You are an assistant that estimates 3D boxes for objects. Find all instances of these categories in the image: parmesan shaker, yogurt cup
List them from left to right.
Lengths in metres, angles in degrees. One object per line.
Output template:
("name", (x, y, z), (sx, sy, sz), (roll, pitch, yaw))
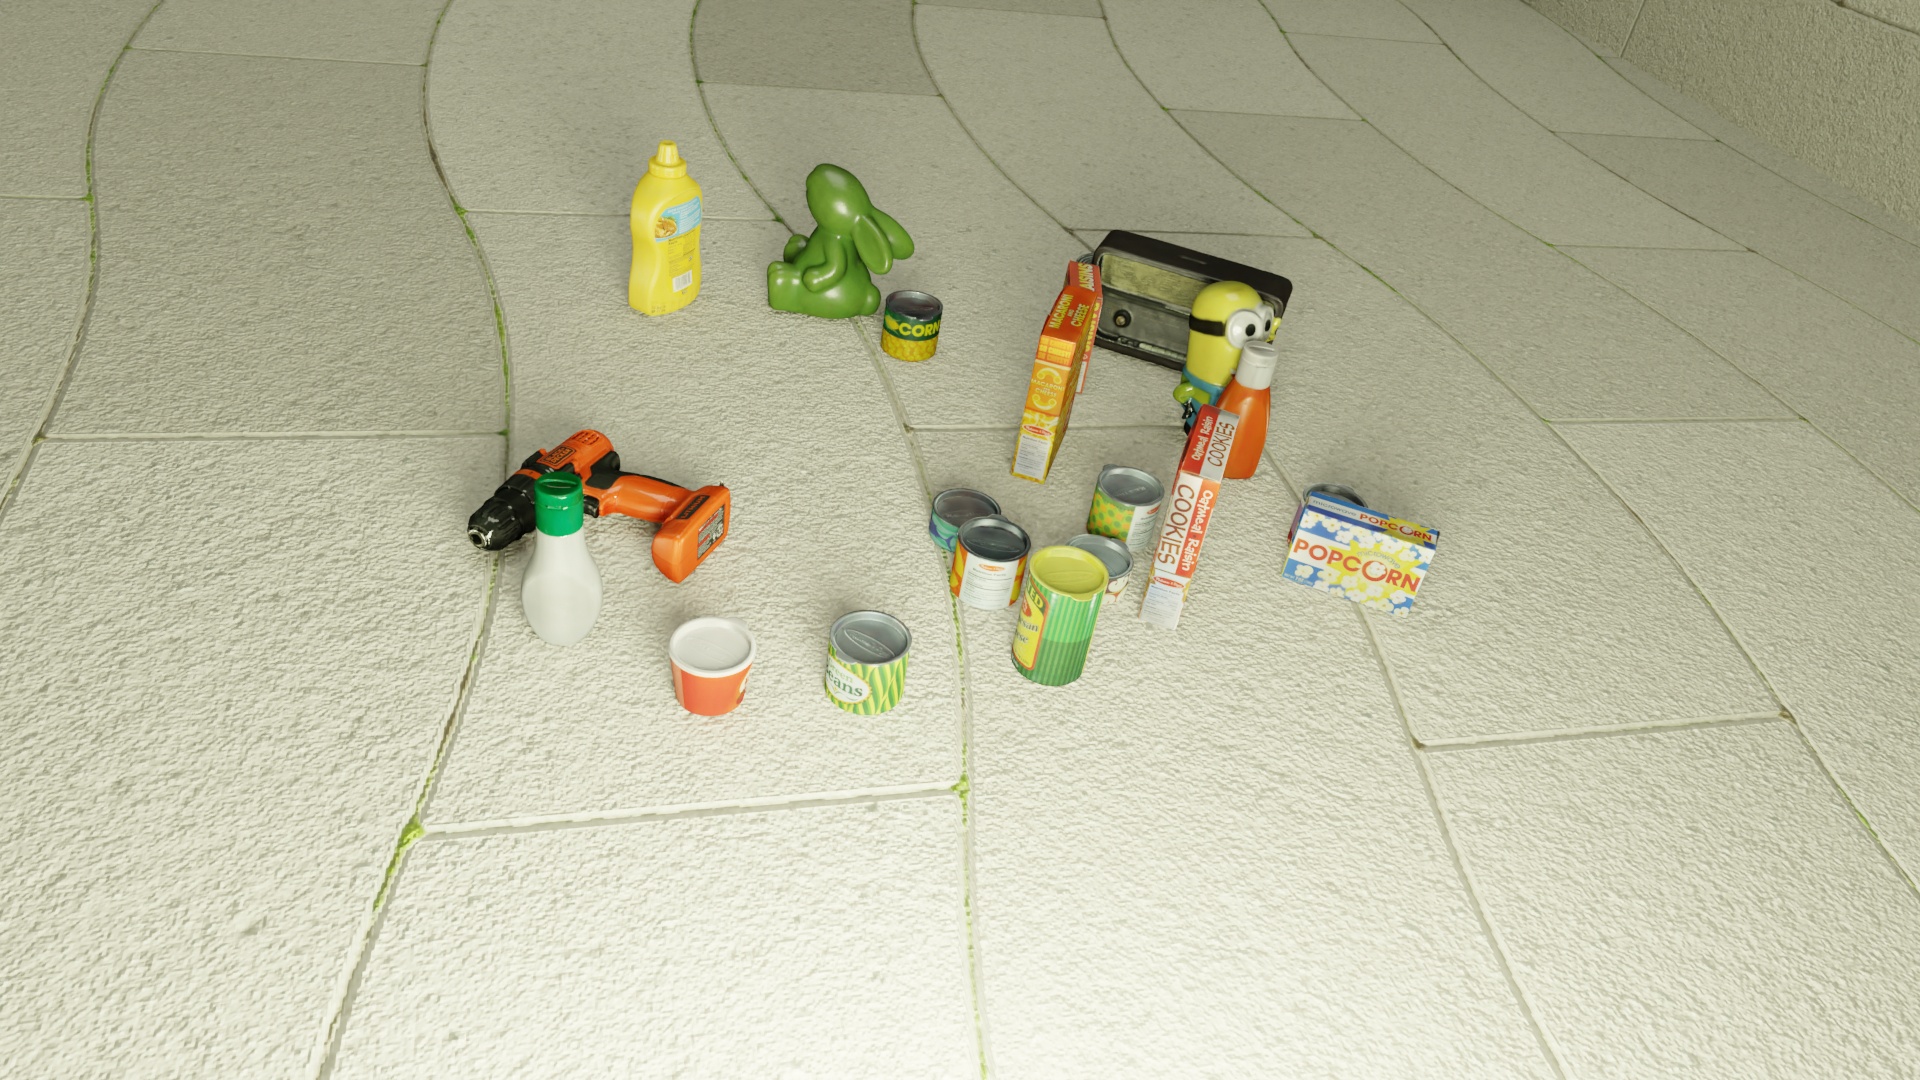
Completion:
("yogurt cup", (-0.196, 0.101, 1.094), (0.072, 0.053, 0.073), (7, 36, -5))
("parmesan shaker", (0.082, 0.066, 1.168), (0.071, 0.102, 0.072), (7, 36, -5))

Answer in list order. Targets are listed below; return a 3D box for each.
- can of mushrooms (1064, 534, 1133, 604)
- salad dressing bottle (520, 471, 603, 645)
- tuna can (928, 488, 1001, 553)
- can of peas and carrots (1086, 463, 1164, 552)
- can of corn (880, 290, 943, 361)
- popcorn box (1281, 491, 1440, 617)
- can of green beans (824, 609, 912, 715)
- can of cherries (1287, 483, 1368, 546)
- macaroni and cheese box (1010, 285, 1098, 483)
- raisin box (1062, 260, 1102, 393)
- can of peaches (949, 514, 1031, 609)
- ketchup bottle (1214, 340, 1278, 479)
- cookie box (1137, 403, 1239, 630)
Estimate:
("can of mushrooms", (0.127, 0.026, 1.291), (0.071, 0.033, 0.071), (7, 36, -5))
("salad dressing bottle", (-0.316, 0.015, 1.101), (0.064, 0.146, 0.044), (5, 36, -7))
("tuna can", (0.005, -0.017, 1.319), (0.071, 0.032, 0.071), (7, 36, -5))
("can of peas and carrots", (0.158, -0.032, 1.355), (0.071, 0.058, 0.071), (7, 36, -5))
("can of corn", (-0.055, -0.244, 1.588), (0.071, 0.058, 0.071), (7, 36, -5))
("popcorn box", (0.380, 0.013, 1.327), (0.127, 0.084, 0.038), (19, 37, 12))
("can of green beans", (-0.075, 0.099, 1.123), (0.071, 0.057, 0.071), (7, 36, -5))
("can of cherries", (0.367, -0.016, 1.386), (0.071, 0.058, 0.072), (7, 36, -5))
("macaroni and cheese box", (0.096, -0.160, 1.422), (0.040, 0.165, 0.124), (16, 36, 7))
("raisin box", (0.129, -0.242, 1.575), (0.040, 0.122, 0.086), (8, 36, -3))
("can of peaches", (0.027, 0.019, 1.255), (0.071, 0.057, 0.071), (7, 36, -5))
("ketchup bottle", (0.295, -0.136, 1.452), (0.065, 0.148, 0.044), (8, 36, -4))
("cookie box", (0.206, -0.022, 1.263), (0.040, 0.166, 0.123), (17, 37, 9))
